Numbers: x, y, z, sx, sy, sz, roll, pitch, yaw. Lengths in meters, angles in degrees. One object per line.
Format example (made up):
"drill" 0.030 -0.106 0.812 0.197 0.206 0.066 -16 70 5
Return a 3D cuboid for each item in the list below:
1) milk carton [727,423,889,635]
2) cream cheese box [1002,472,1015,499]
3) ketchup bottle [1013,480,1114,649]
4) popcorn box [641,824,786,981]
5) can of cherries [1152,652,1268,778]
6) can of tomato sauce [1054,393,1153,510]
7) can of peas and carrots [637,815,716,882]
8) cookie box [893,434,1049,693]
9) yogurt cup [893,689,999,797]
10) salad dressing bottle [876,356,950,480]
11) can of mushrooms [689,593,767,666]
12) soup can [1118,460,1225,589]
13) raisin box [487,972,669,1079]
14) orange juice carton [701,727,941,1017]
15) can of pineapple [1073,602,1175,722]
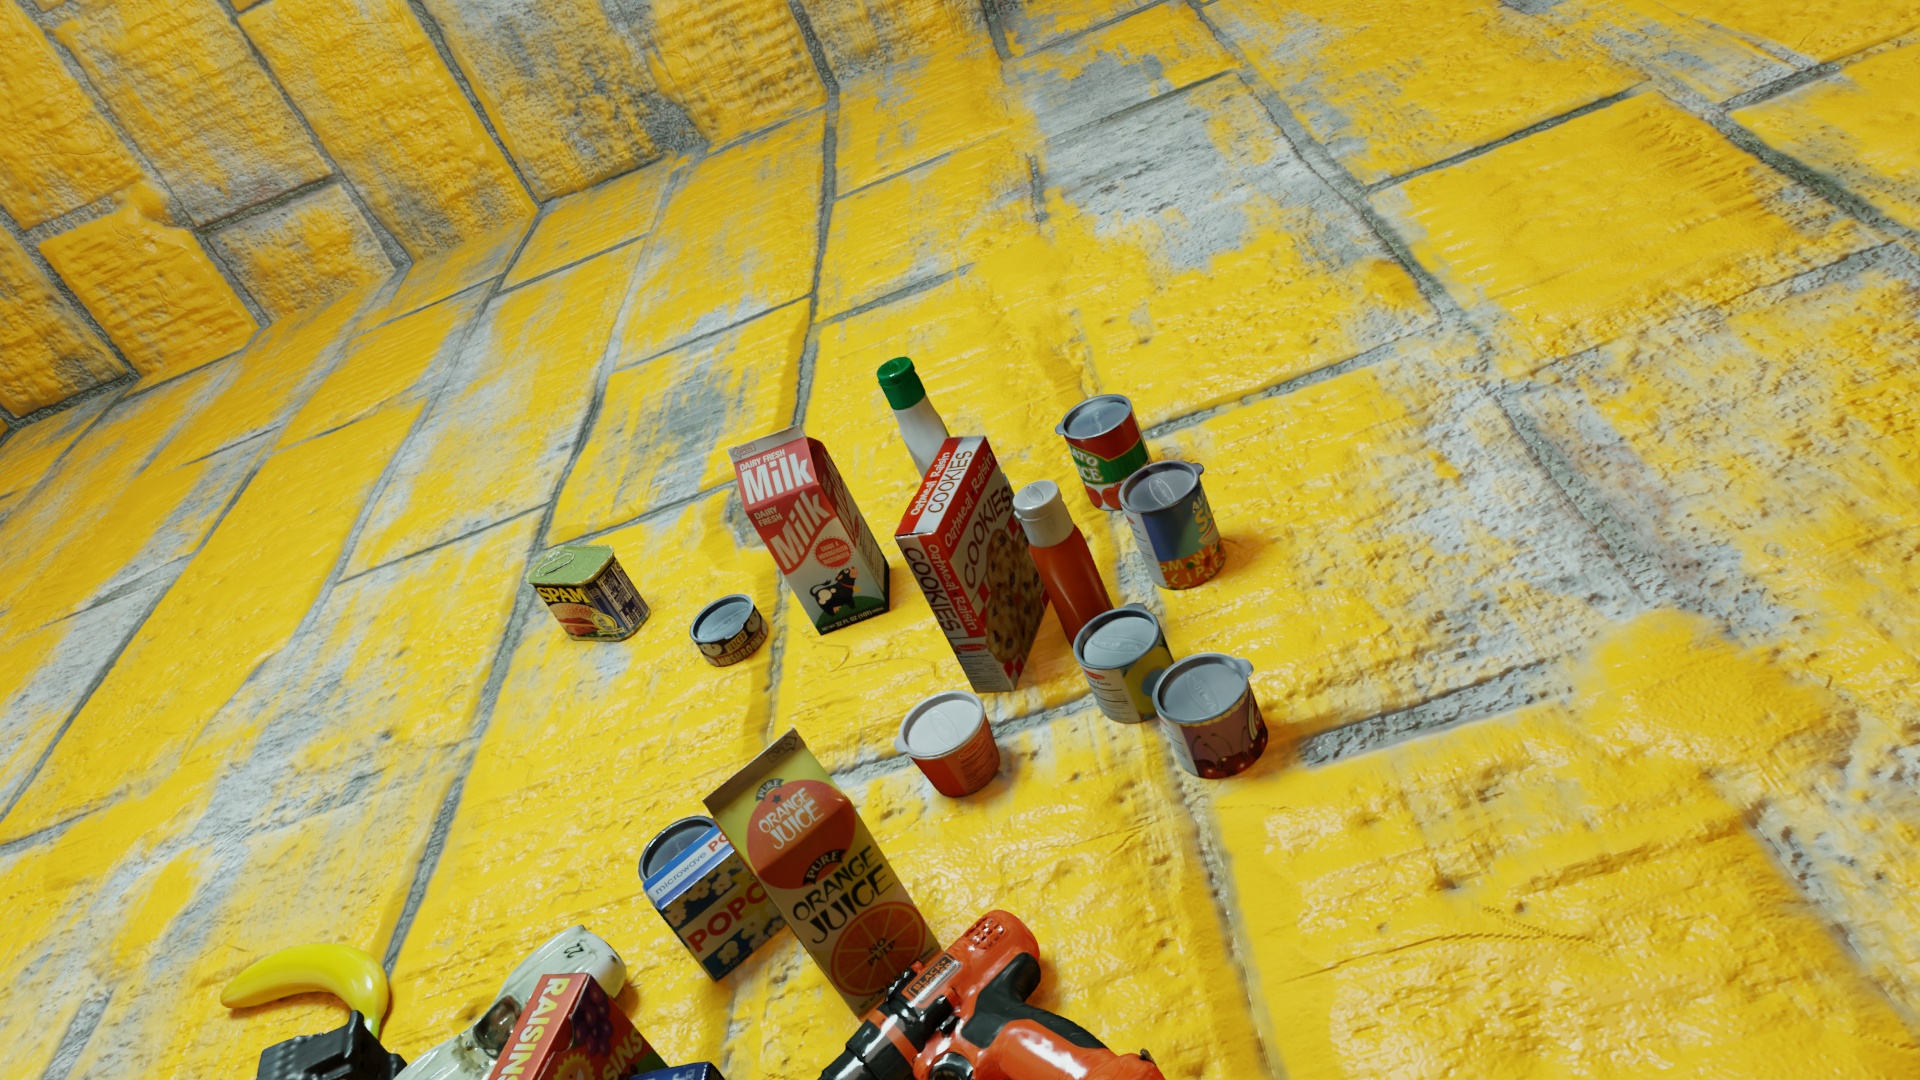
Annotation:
"milk carton" -0.133 -0.016 1.232 0.072 0.189 0.074 -19 33 10
"cream cheese box" 0.005 -0.016 1.265 0.104 0.053 0.024 -24 32 2
"ketchup bottle" 0.082 0.022 1.069 0.043 0.148 0.065 -29 32 -4
"popcorn box" -0.149 0.236 0.979 0.127 0.085 0.038 -38 34 -19
"can of cherries" 0.174 0.119 0.951 0.071 0.058 0.072 -18 33 12
"can of tomato sauce" 0.132 -0.077 1.239 0.071 0.082 0.071 -18 33 12
"can of peas and carrots" -0.192 0.245 1.021 0.071 0.058 0.071 -18 33 12
"cookie box" 0.014 0.019 1.103 0.040 0.166 0.123 -7 37 28
"yogurt cup" -0.005 0.152 1.030 0.072 0.053 0.073 -18 33 12
"salad dressing bottle" -0.036 -0.106 1.335 0.044 0.147 0.064 -28 32 -3
"can of mushrooms" -0.214 0.084 1.291 0.071 0.033 0.071 -18 33 12
"soup can" 0.174 -0.013 1.117 0.071 0.083 0.072 -18 33 12
"raisin box" -0.230 0.337 0.854 0.040 0.123 0.086 -9 36 25
"orange juice carton" -0.092 0.206 0.883 0.072 0.192 0.073 -36 34 -16
"can of pineapple" 0.125 0.091 1.026 0.071 0.057 0.071 -18 33 12
